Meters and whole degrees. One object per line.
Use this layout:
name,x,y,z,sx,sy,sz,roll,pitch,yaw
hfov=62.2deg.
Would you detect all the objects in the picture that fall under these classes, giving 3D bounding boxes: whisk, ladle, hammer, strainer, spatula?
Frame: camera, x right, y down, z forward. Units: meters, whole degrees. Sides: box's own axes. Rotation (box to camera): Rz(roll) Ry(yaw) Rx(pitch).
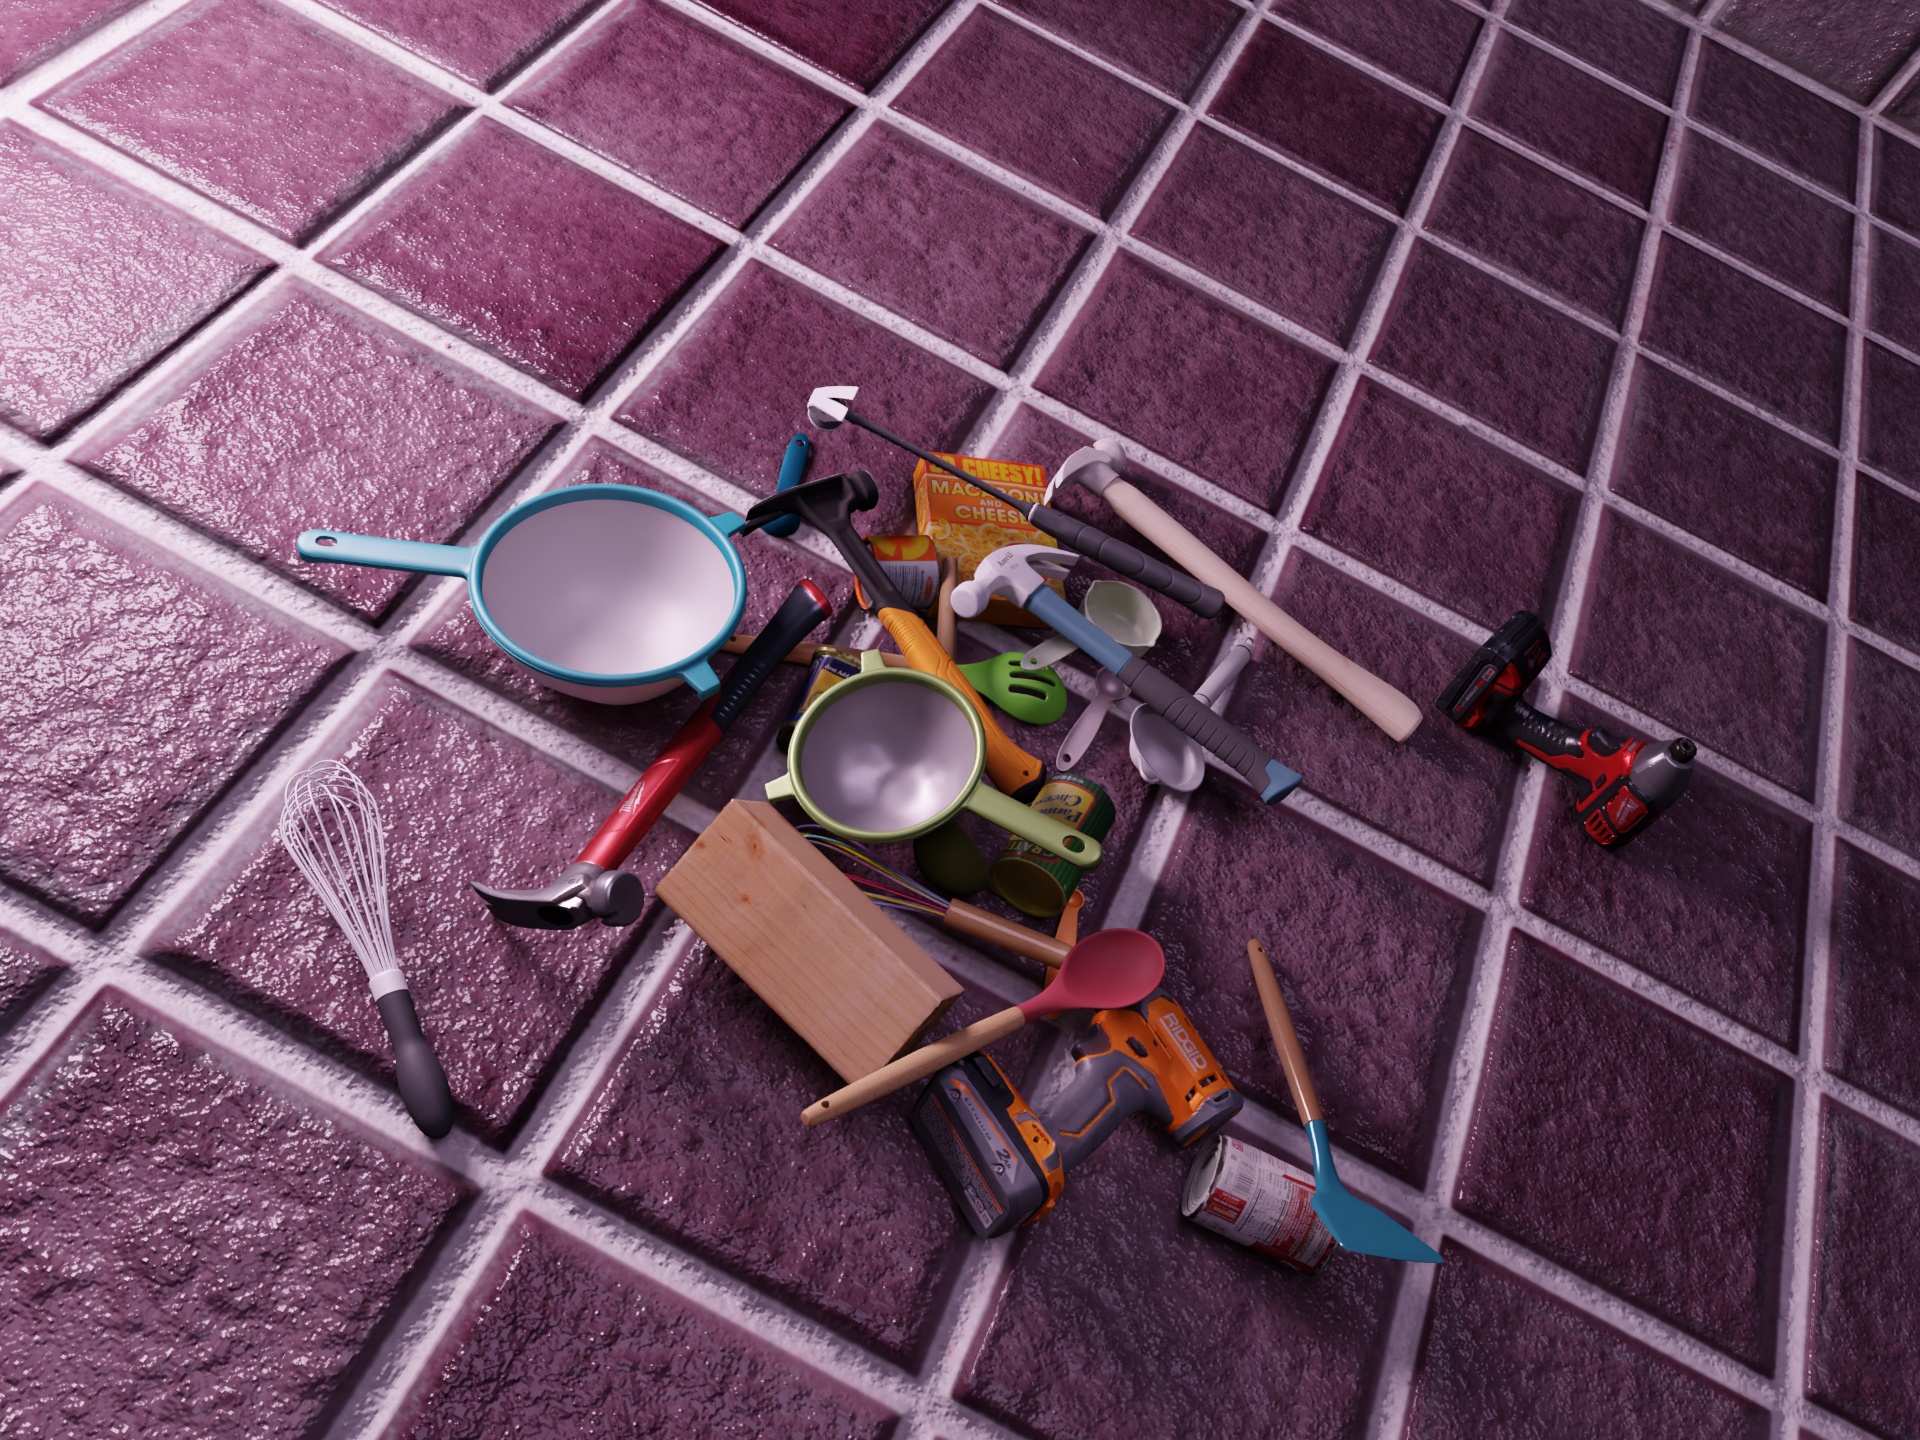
whisk,-0.031,0.140,1.210,0.245,0.047,0.051,21,97,6
ladle,-0.002,-0.004,1.312,0.062,0.078,0.320,0,59,4
hammer,-0.044,-0.065,1.286,0.127,0.034,0.337,-22,65,-32
strainer,0.209,-0.008,1.422,0.087,0.050,0.258,49,48,-4
ladle,0.022,0.216,1.111,0.315,0.031,0.069,-18,44,-36
whisk,-0.400,0.152,1.086,0.070,0.070,0.285,-17,68,-28
strainer,-0.007,0.060,1.198,0.256,0.069,0.151,26,65,19
hammer,0.152,-0.038,1.366,0.331,0.033,0.128,38,45,5
hammer,-0.215,0.014,1.224,0.143,0.038,0.386,-3,37,32
spatula,0.265,0.276,1.190,0.082,0.044,0.318,13,35,-18
hammer,0.052,-0.192,1.405,0.409,0.149,0.036,26,92,-8
strainer,-0.341,-0.091,1.254,0.340,0.095,0.211,7,50,-6
hammer,0.259,-0.116,1.496,0.411,0.038,0.146,40,34,6

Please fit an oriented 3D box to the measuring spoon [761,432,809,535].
measuring spoon,-0.155,-0.222,1.448,0.042,0.021,0.129,17,54,-8

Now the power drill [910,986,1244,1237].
power drill,0.080,0.262,1.167,0.226,0.084,0.164,-18,62,-33

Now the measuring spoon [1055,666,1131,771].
measuring spoon,0.113,0.001,1.400,0.034,0.018,0.124,33,59,2

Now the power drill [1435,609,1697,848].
power drill,0.567,0.008,1.475,0.220,0.143,0.078,43,57,15

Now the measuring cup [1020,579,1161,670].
measuring cup,0.109,-0.070,1.425,0.167,0.038,0.083,-28,69,-35

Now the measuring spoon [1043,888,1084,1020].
measuring spoon,0.080,0.185,1.263,0.021,0.011,0.117,18,56,-7

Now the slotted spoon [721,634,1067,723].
slotted spoon,-0.054,-0.046,1.362,0.313,0.031,0.070,8,57,-13
